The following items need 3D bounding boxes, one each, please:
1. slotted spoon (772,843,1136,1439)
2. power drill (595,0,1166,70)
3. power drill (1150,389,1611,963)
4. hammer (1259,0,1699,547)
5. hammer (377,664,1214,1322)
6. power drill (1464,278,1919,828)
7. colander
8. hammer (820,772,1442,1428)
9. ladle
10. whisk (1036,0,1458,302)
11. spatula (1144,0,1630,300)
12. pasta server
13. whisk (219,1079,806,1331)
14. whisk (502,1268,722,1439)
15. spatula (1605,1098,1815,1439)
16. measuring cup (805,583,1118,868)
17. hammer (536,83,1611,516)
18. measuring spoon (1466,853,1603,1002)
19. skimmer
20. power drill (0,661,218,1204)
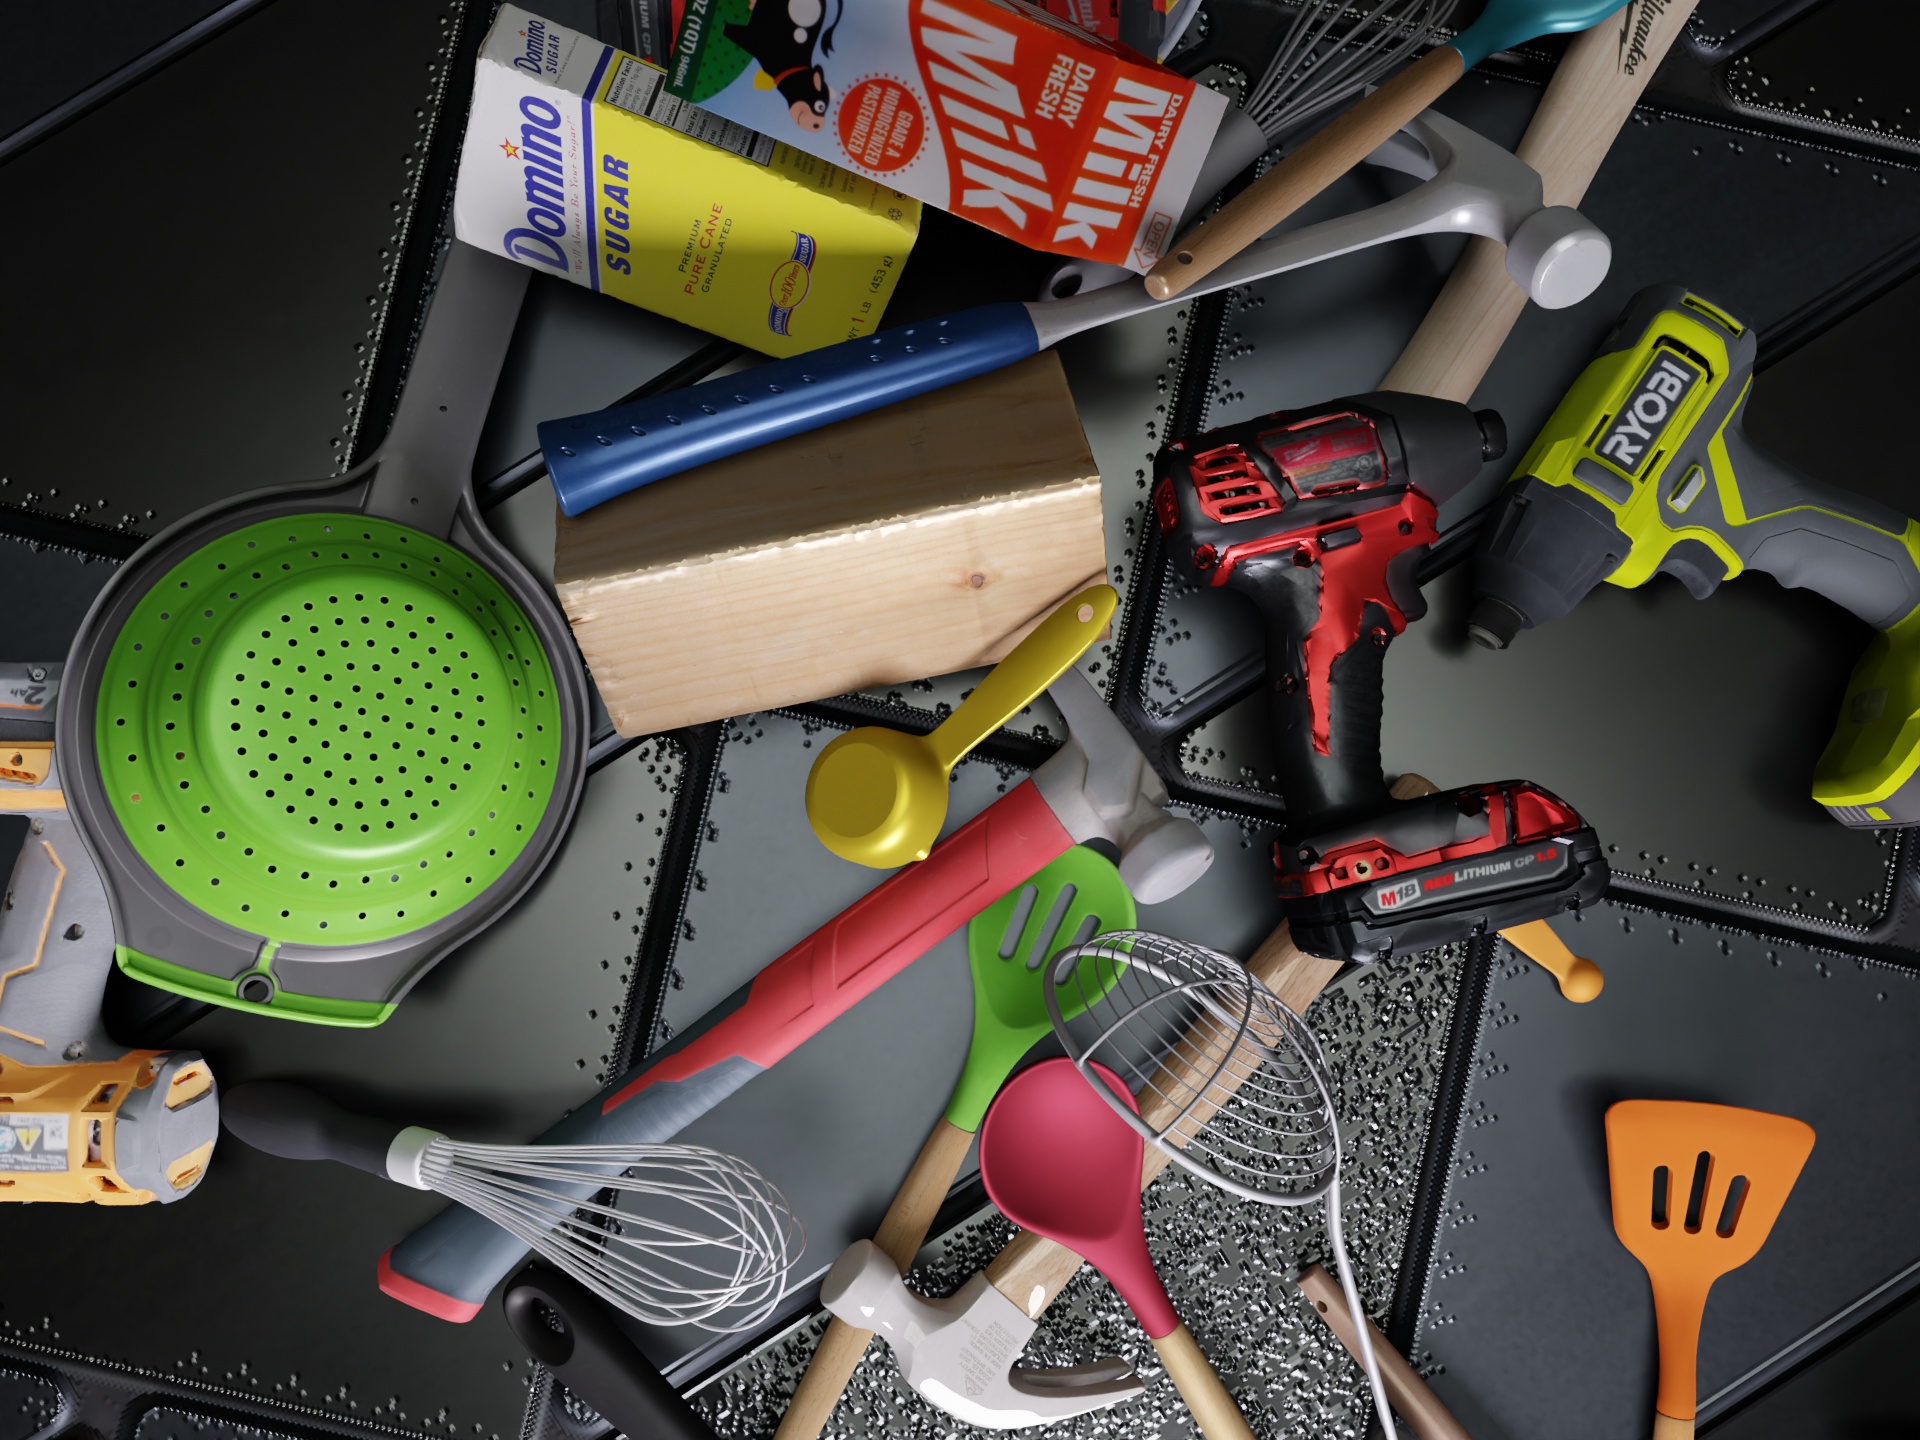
[{"bbox_3d":[-0.014,0.195,0.681,0.070,0.031,0.314,27,89,1],"label":"slotted spoon"},{"bbox_3d":[-0.029,-0.318,0.635,0.227,0.080,0.187,5,112,12],"label":"power drill"},{"bbox_3d":[0.170,-0.023,0.635,0.143,0.078,0.220,-14,84,-3],"label":"power drill"},{"bbox_3d":[0.256,-0.215,0.699,0.146,0.038,0.410,30,88,0],"label":"hammer"},{"bbox_3d":[-0.090,0.114,0.670,0.386,0.038,0.143,-36,63,3],"label":"hammer"},{"bbox_3d":[0.338,-0.057,0.673,0.223,0.080,0.171,34,87,5],"label":"power drill"},{"bbox_3d":[-0.219,-0.077,0.635,0.204,0.094,0.397,18,77,-24],"label":"colander"},{"bbox_3d":[0.098,0.156,0.672,0.130,0.031,0.331,44,84,-12],"label":"hammer"},{"bbox_3d":[0.096,0.267,0.648,0.069,0.031,0.315,-32,101,-9],"label":"ladle"},{"bbox_3d":[0.124,-0.260,0.696,0.239,0.055,0.055,-42,88,2],"label":"whisk"},{"bbox_3d":[0.183,-0.260,0.635,0.082,0.044,0.317,44,68,10],"label":"spatula"},{"bbox_3d":[0.246,0.358,0.652,0.316,0.040,0.060,50,128,10],"label":"pasta server"},{"bbox_3d":[-0.189,0.180,0.627,0.285,0.070,0.070,6,87,24],"label":"whisk"},{"bbox_3d":[-0.079,0.326,0.644,0.296,0.073,0.073,37,87,15],"label":"whisk"},{"bbox_3d":[0.300,0.319,0.668,0.081,0.041,0.322,5,88,12],"label":"spatula"},{"bbox_3d":[-0.001,-0.002,0.627,0.156,0.029,0.062,-43,64,16],"label":"measuring cup"},{"bbox_3d":[0.035,-0.160,0.627,0.405,0.035,0.144,-18,48,-7],"label":"hammer"},{"bbox_3d":[0.236,0.083,0.679,0.117,0.011,0.021,41,83,-14],"label":"measuring spoon"},{"bbox_3d":[0.128,0.245,0.628,0.090,0.127,0.363,-16,107,11],"label":"skimmer"},{"bbox_3d":[-0.411,0.089,0.662,0.185,0.084,0.226,0,91,1],"label":"power drill"}]
